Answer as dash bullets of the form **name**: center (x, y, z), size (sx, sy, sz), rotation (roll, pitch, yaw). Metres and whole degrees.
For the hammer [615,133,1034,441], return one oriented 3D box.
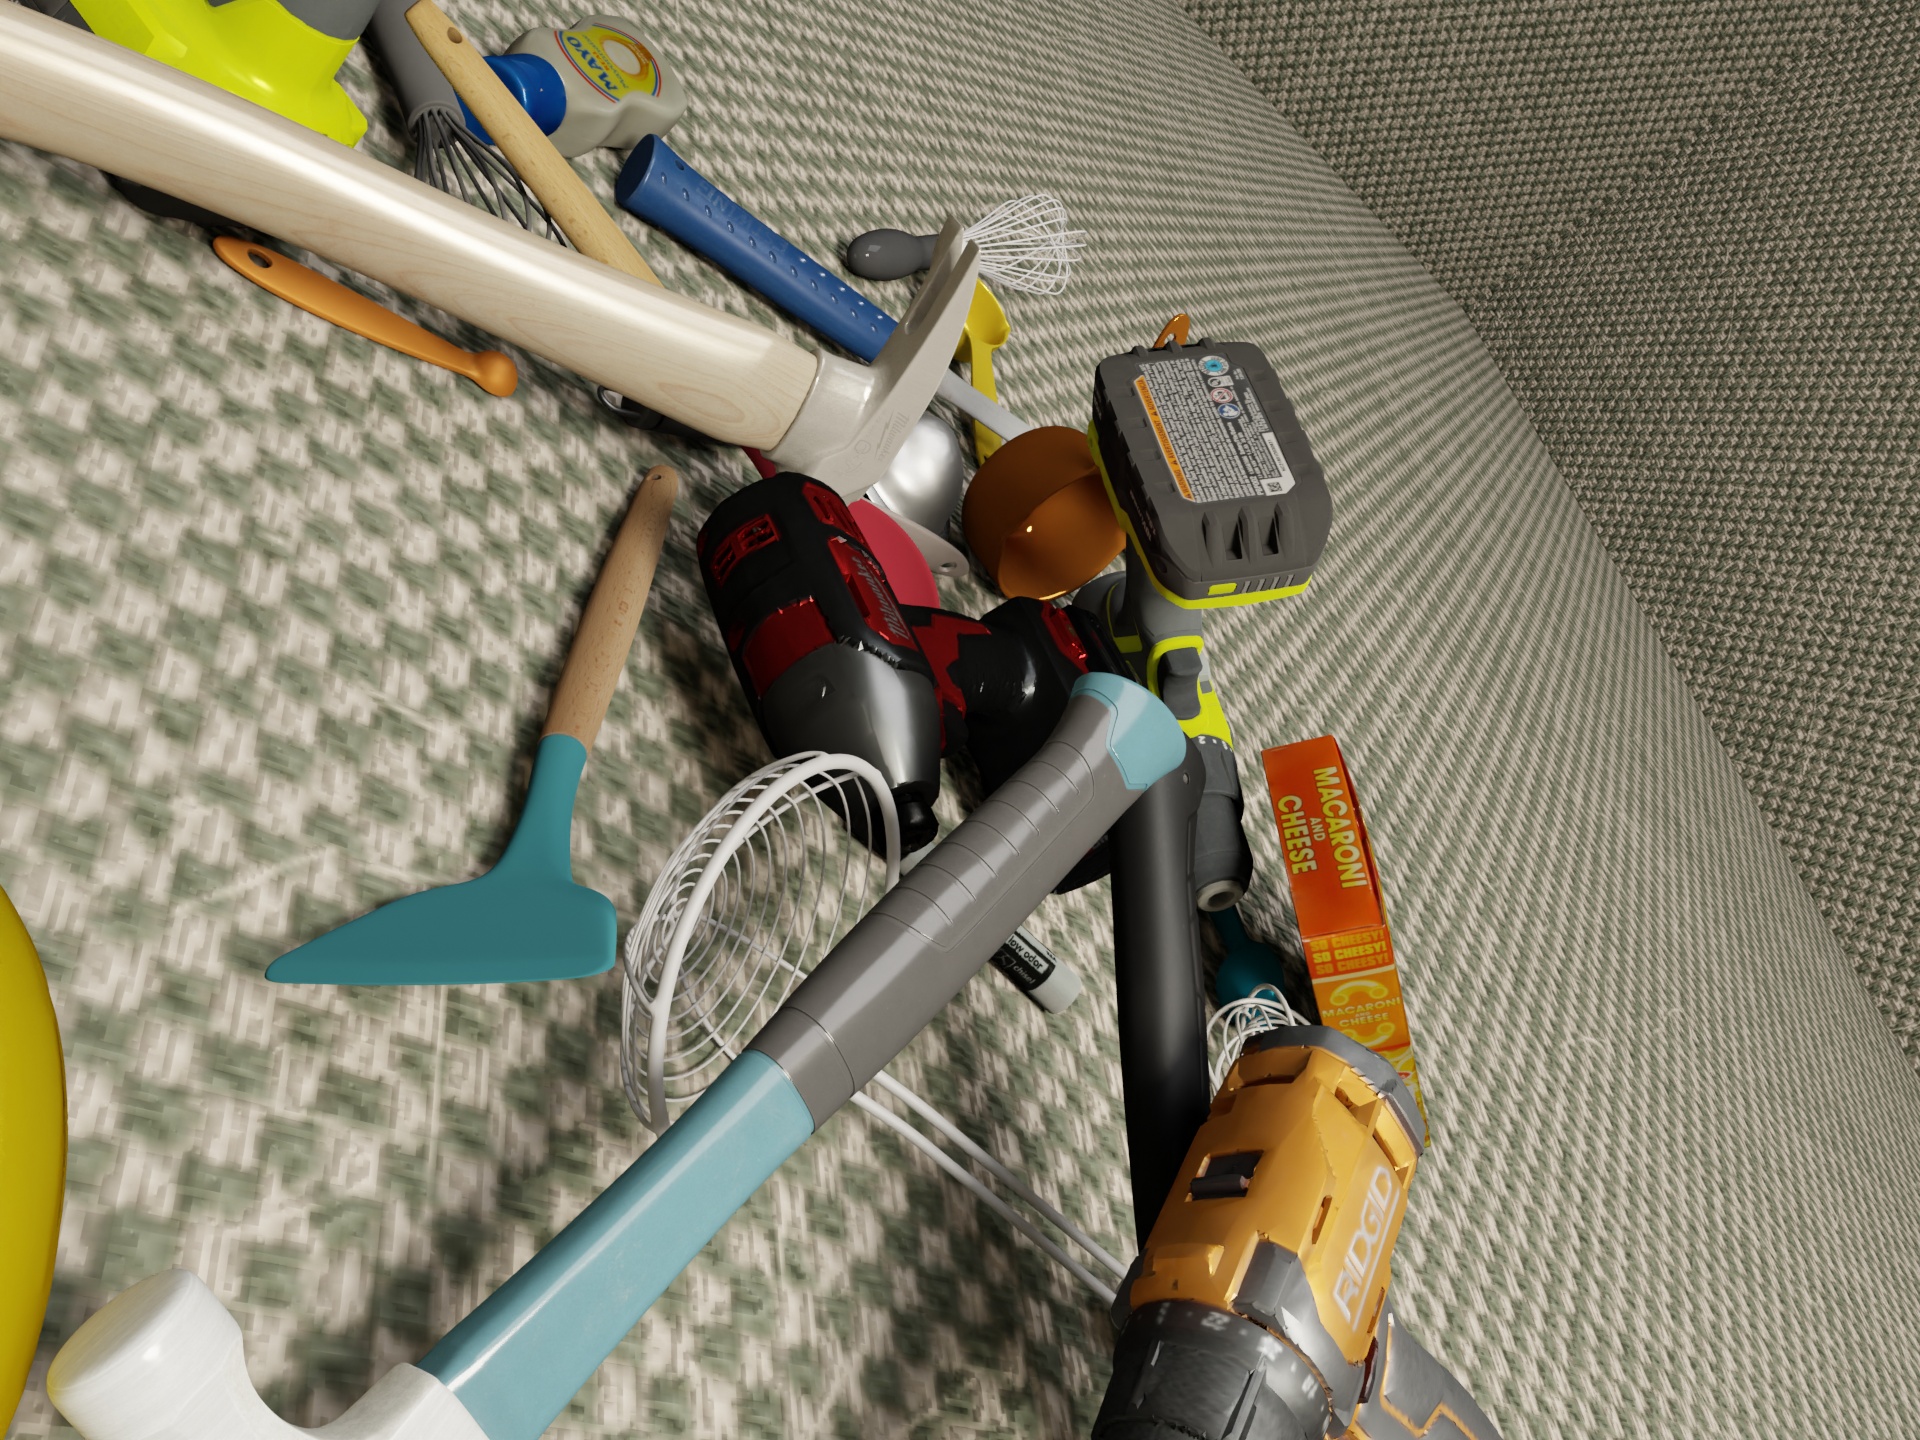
- **hammer**: center (-0.008, -0.180, 0.867), size (0.405, 0.035, 0.144), rotation (28, 49, -35)

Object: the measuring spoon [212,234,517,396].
- **measuring spoon**: center (-0.207, -0.145, 0.567), size (0.116, 0.011, 0.021), rotation (21, 41, -45)

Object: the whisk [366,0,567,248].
- **whisk**: center (-0.209, -0.243, 0.642), size (0.055, 0.055, 0.239), rotation (13, 43, -50)

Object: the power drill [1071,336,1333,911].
- **power drill**: center (0.105, -0.040, 0.738), size (0.080, 0.228, 0.191), rotation (-8, 52, -8)

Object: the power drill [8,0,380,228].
- **power drill**: center (-0.208, -0.280, 0.493), size (0.171, 0.223, 0.080), rotation (53, 28, 0)

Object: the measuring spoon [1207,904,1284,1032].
- **measuring spoon**: center (0.121, 0.095, 0.775), size (0.021, 0.042, 0.129), rotation (4, 42, -24)

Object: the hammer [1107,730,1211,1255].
- **hammer**: center (0.063, 0.159, 0.487), size (0.146, 0.035, 0.335), rotation (20, 62, -48)

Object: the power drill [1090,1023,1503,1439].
- **power drill**: center (0.114, 0.226, 0.438), size (0.226, 0.084, 0.185), rotation (58, 41, -16)

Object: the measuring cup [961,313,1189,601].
- **measuring cup**: center (0.060, -0.140, 0.799), size (0.095, 0.173, 0.052), rotation (-7, 47, -40)

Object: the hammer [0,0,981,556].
- **hammer**: center (-0.181, -0.164, 0.490), size (0.410, 0.146, 0.038), rotation (16, 30, -36)

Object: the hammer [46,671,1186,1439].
- **hammer**: center (-0.038, 0.083, 0.401), size (0.331, 0.033, 0.128), rotation (-42, 113, -38)

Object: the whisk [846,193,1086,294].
- **whisk**: center (0.007, -0.304, 1.030), size (0.070, 0.070, 0.284), rotation (55, 33, 3)

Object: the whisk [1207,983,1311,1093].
- **whisk**: center (0.149, 0.209, 0.636), size (0.057, 0.059, 0.247), rotation (3, 42, -14)

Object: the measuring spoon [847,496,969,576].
- **measuring spoon**: center (-0.033, -0.085, 0.746), size (0.124, 0.034, 0.018), rotation (24, 48, -50)

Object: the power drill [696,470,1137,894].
- **power drill**: center (-0.001, -0.002, 0.612), size (0.219, 0.078, 0.143), rotation (20, 38, -55)

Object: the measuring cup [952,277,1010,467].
- **measuring cup**: center (0.004, -0.202, 0.947), size (0.062, 0.029, 0.157), rotation (22, 52, -40)

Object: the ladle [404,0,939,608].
- **ladle**: center (-0.106, -0.142, 0.632), size (0.315, 0.031, 0.069), rotation (52, 44, -31)

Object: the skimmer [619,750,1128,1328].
- **skimmer**: center (0.035, 0.156, 0.507), size (0.363, 0.090, 0.127), rotation (44, 57, -20)

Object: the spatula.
- **spatula**: center (-0.122, -0.014, 0.509), size (0.318, 0.082, 0.044), rotation (-89, 177, -54)

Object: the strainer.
- **strainer**: center (-0.065, -0.129, 0.738), size (0.258, 0.050, 0.087), rotation (0, 66, -52)
